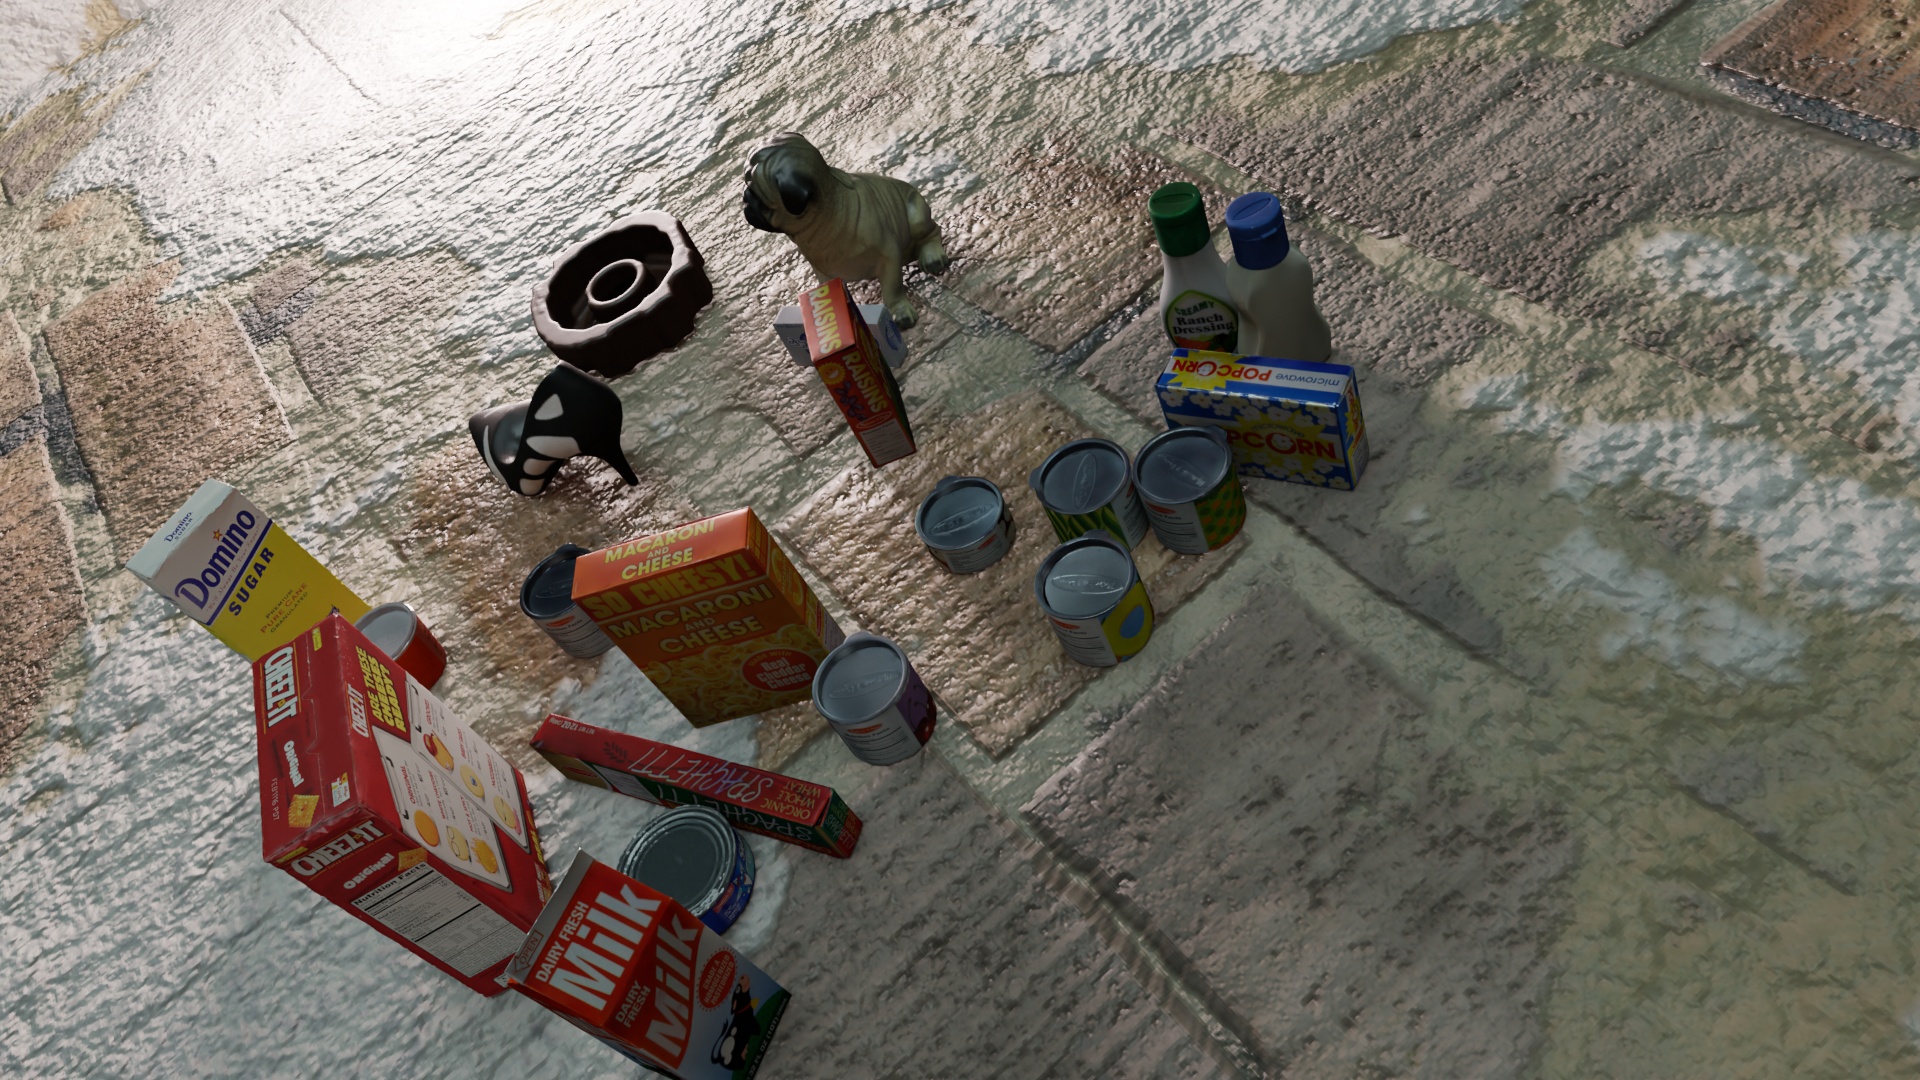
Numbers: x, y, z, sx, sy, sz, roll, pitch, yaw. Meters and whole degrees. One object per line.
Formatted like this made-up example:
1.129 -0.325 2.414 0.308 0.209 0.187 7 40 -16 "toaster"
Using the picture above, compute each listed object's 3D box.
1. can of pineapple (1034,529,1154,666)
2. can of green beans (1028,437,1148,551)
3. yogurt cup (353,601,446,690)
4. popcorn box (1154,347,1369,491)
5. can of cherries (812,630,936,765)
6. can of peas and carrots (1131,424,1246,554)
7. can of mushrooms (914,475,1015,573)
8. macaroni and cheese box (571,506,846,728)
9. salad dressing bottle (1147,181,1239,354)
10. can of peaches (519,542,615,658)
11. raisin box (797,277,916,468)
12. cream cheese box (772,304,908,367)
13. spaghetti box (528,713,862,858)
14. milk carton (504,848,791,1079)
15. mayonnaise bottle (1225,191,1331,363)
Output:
0.088 0.038 0.898 0.071 0.057 0.071 -12 49 15 "can of pineapple"
0.091 -0.027 0.951 0.071 0.057 0.071 -12 49 15 "can of green beans"
-0.446 0.090 1.099 0.072 0.053 0.073 -12 49 15 "yogurt cup"
0.202 -0.081 0.927 0.127 0.085 0.038 11 59 31 "popcorn box"
-0.055 0.103 0.909 0.071 0.058 0.072 -12 49 15 "can of cherries"
0.155 -0.035 0.928 0.071 0.058 0.071 -12 49 15 "can of peas and carrots"
0.004 -0.012 0.995 0.071 0.033 0.071 -12 49 15 "can of mushrooms"
-0.160 0.055 0.922 0.123 0.165 0.040 -16 48 12 "macaroni and cheese box"
0.167 -0.187 0.987 0.064 0.147 0.044 -2 53 23 "salad dressing bottle"
-0.292 0.046 1.063 0.071 0.057 0.071 -12 49 15 "can of peaches"
-0.078 -0.128 1.065 0.040 0.123 0.086 -22 47 7 "raisin box"
-0.100 -0.170 1.157 0.104 0.053 0.024 4 55 27 "cream cheese box"
-0.179 0.161 0.923 0.250 0.050 0.029 8 57 29 "spaghetti box"
-0.176 0.239 0.761 0.073 0.189 0.072 9 57 30 "milk carton"
0.214 -0.172 0.953 0.065 0.147 0.041 -29 47 0 "mayonnaise bottle"
